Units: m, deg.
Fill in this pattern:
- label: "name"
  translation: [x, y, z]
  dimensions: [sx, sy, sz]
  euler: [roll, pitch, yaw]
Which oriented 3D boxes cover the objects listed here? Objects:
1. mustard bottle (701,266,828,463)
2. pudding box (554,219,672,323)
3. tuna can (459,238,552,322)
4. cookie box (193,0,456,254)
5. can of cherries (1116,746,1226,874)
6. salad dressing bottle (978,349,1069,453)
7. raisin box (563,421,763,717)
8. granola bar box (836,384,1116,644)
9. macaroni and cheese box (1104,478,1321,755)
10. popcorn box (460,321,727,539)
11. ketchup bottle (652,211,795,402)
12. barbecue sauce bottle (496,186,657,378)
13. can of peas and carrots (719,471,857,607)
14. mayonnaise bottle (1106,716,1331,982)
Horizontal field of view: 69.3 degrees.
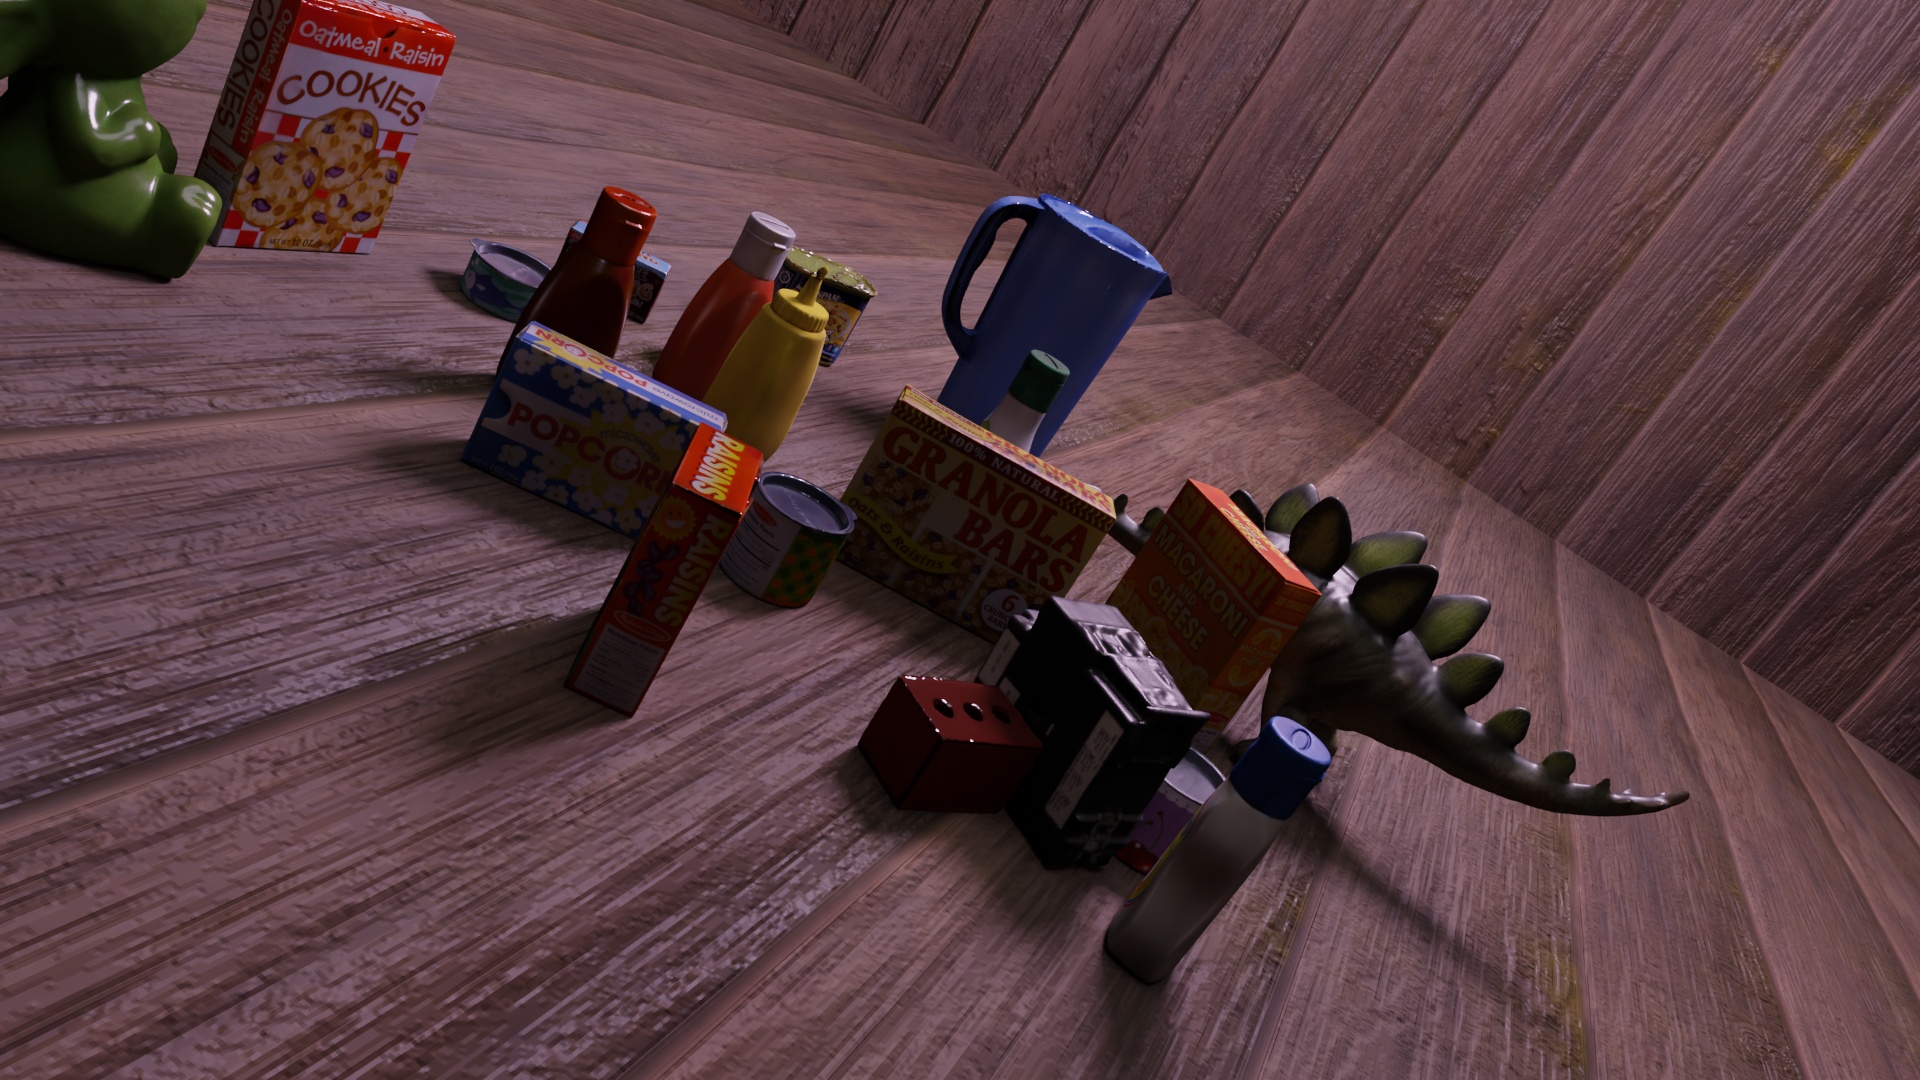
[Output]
- label: "mustard bottle"
  translation: [-0.130, -0.123, 0.963]
  dimensions: [0.049, 0.159, 0.065]
  euler: [40, 22, 22]
- label: "pudding box"
  translation: [-0.282, -0.218, 1.125]
  dimensions: [0.084, 0.049, 0.030]
  euler: [26, 21, -15]
- label: "tuna can"
  translation: [-0.331, -0.189, 1.015]
  dimensions: [0.071, 0.032, 0.071]
  euler: [27, 21, -11]
- label: "cookie box"
  translation: [-0.409, -0.267, 0.891]
  dimensions: [0.040, 0.166, 0.123]
  euler: [37, 21, 15]
- label: "can of cherries"
  translation: [0.117, 0.155, 0.820]
  dimensions: [0.071, 0.058, 0.072]
  euler: [27, 21, -11]
- label: "salad dressing bottle"
  translation: [0.036, -0.084, 1.125]
  dimensions: [0.044, 0.147, 0.064]
  euler: [21, 22, -27]
- label: "raisin box"
  translation: [-0.144, 0.013, 0.685]
  dimensions: [0.040, 0.123, 0.086]
  euler: [27, 20, -12]
- label: "granola bar box"
  translation: [0.003, -0.012, 0.948]
  dimensions: [0.165, 0.123, 0.039]
  euler: [29, 20, -8]
- label: "macaroni and cheese box"
  translation: [0.149, 0.061, 0.926]
  dimensions: [0.040, 0.166, 0.124]
  euler: [17, 25, -35]
- label: "popcorn box"
  translation: [-0.212, -0.060, 0.812]
  dimensions: [0.127, 0.085, 0.038]
  euler: [26, 21, -15]
- label: "ketchup bottle"
  translation: [-0.171, -0.170, 1.030]
  dimensions: [0.065, 0.148, 0.044]
  euler: [10, 29, -46]
- label: "barbecue sauce bottle"
  translation: [-0.242, -0.154, 0.893]
  dimensions: [0.065, 0.148, 0.044]
  euler: [15, 26, -39]
- label: "can of peas and carrots"
  translation: [-0.106, 0.000, 0.861]
  dimensions: [0.071, 0.058, 0.071]
  euler: [27, 21, -11]
- label: "mayonnaise bottle"
  translation: [0.132, 0.156, 0.709]
  dimensions: [0.041, 0.147, 0.065]
  euler: [37, 21, 14]
